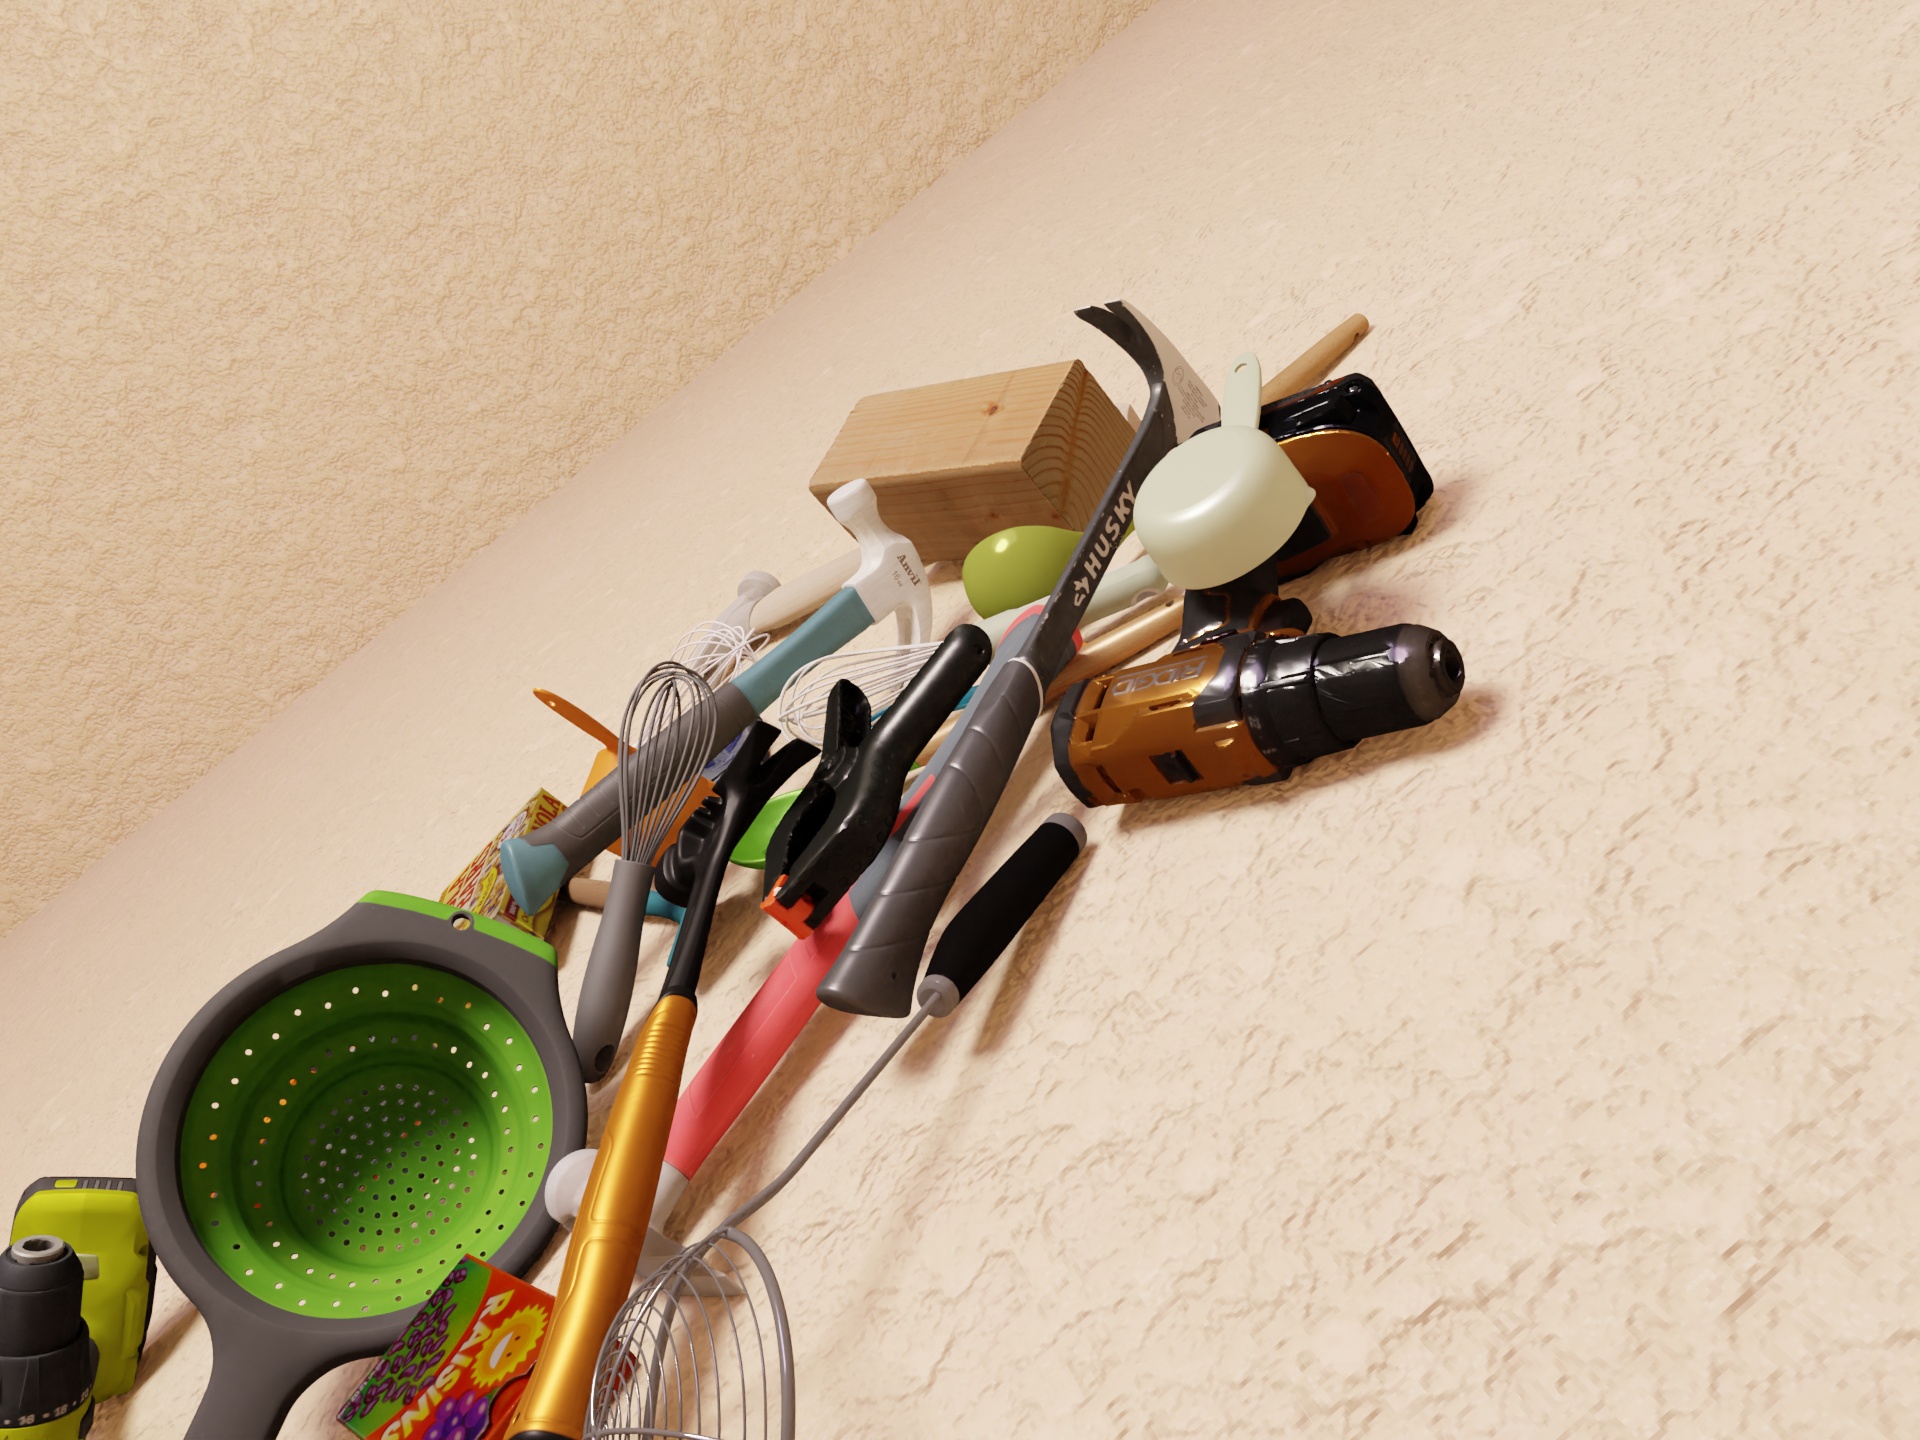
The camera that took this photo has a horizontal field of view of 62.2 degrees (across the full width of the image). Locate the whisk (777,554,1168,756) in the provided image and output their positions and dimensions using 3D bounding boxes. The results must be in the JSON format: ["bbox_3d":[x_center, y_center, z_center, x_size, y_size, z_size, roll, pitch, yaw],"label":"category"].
[{"bbox_3d":[0.004,-0.041,0.912,0.246,0.059,0.057,-22,-16,13],"label":"whisk"}]

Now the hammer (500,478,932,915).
[{"bbox_3d":[-0.143,-0.005,0.966,0.331,0.128,0.033,-42,21,-24],"label":"hammer"}]

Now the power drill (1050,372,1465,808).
[{"bbox_3d":[0.153,-0.062,0.729,0.185,0.084,0.226,-14,37,41],"label":"power drill"}]

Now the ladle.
[{"bbox_3d":[0.132,-0.162,0.977,0.320,0.078,0.062,-41,57,-16],"label":"ladle"}]

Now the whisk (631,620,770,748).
[{"bbox_3d":[-0.208,0.014,1.096,0.284,0.070,0.070,-40,15,46],"label":"whisk"}]

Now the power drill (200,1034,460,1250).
[{"bbox_3d":[-0.389,0.242,0.969,0.226,0.084,0.164,-20,29,46],"label":"power drill"}]

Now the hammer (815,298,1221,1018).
[{"bbox_3d":[0.037,-0.034,0.769,0.036,0.149,0.409,-2,49,43],"label":"hammer"}]

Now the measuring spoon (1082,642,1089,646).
[{"bbox_3d":[0.043,-0.040,0.935,0.021,0.011,0.117,-47,24,-19],"label":"measuring spoon"}]

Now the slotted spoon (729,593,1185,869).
[{"bbox_3d":[-0.003,0.009,0.894,0.314,0.031,0.070,-29,25,18],"label":"slotted spoon"}]

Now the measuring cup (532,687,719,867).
[{"bbox_3d":[-0.216,0.040,0.979,0.095,0.173,0.052,5,65,29],"label":"measuring cup"}]

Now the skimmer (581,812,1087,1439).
[{"bbox_3d":[-0.020,0.166,0.615,0.363,0.090,0.127,-46,1,-44],"label":"skimmer"}]

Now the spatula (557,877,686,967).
[{"bbox_3d":[-0.215,0.108,1.002,0.317,0.044,0.082,-4,65,56],"label":"spatula"}]

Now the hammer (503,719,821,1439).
[{"bbox_3d":[-0.126,0.146,0.673,0.127,0.034,0.337,-50,21,37],"label":"hammer"}]

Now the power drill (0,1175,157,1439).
[{"bbox_3d":[-0.482,0.332,0.842,0.229,0.080,0.190,-157,75,-68],"label":"power drill"}]

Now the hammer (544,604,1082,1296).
[{"bbox_3d":[-0.042,0.090,0.760,0.143,0.038,0.386,-2,46,54],"label":"hammer"}]

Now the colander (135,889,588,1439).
[{"bbox_3d":[-0.312,0.282,0.757,0.094,0.204,0.397,113,175,-60],"label":"colander"}]

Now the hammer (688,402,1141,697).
[{"bbox_3d":[-0.040,-0.128,1.195,0.410,0.038,0.146,-23,29,33],"label":"hammer"}]

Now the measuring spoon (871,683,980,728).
[{"bbox_3d":[-0.001,-0.003,0.935,0.128,0.021,0.042,-16,28,25],"label":"measuring spoon"}]

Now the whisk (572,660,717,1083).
[{"bbox_3d":[-0.180,0.082,0.887,0.055,0.055,0.239,-5,71,53],"label":"whisk"}]

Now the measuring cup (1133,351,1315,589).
[{"bbox_3d":[0.121,-0.132,0.741,0.083,0.038,0.168,-20,40,32],"label":"measuring cup"}]
